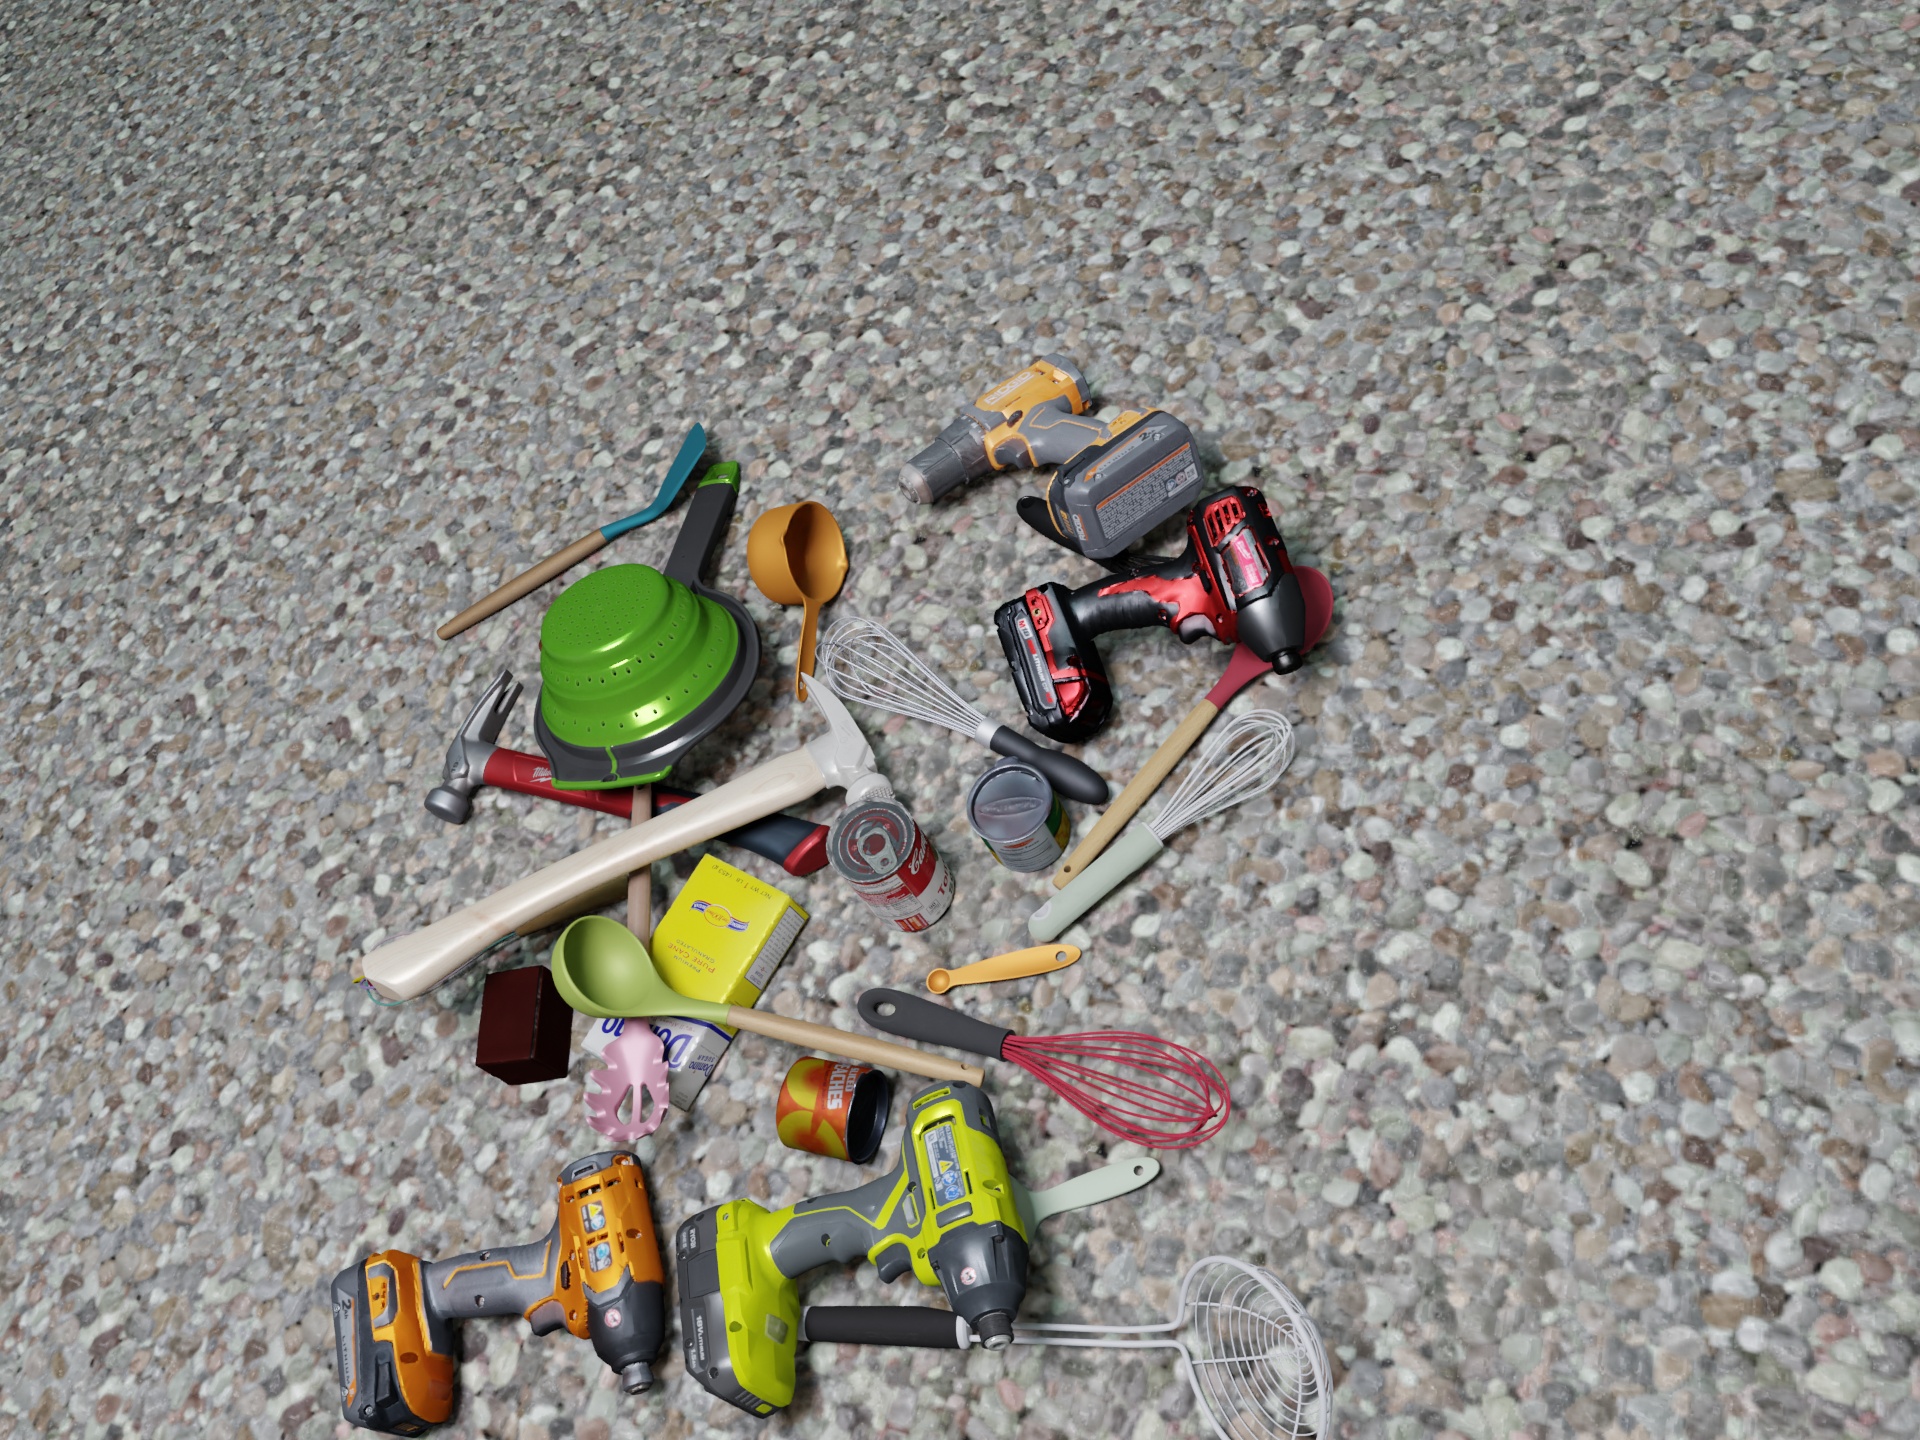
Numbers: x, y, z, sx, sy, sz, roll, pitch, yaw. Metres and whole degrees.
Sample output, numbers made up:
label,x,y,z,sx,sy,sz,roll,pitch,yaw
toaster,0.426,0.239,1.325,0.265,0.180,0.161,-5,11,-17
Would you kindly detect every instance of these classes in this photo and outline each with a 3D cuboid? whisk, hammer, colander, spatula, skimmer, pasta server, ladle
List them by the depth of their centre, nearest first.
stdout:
label,x,y,z,sx,sy,sz,roll,pitch,yaw
skimmer,0.050,0.394,0.990,0.363,0.090,0.127,-5,92,20
whisk,0.049,0.232,1.107,0.296,0.073,0.073,11,65,31
ladle,-0.137,0.205,1.120,0.320,0.062,0.078,12,32,10
whisk,0.147,0.080,1.168,0.246,0.059,0.058,-40,19,-1
pasta server,-0.245,0.171,1.204,0.060,0.040,0.317,-6,55,0
ladle,0.175,0.008,1.208,0.069,0.031,0.315,35,79,33
hammer,-0.262,0.096,1.229,0.410,0.038,0.146,-25,51,-11
whisk,-0.002,-0.003,1.264,0.285,0.070,0.070,29,74,25
whisk,0.130,-0.134,1.295,0.055,0.055,0.239,-47,53,-10
whisk,-0.384,0.176,1.301,0.245,0.047,0.051,-20,55,4
hammer,-0.269,0.052,1.335,0.386,0.038,0.143,11,64,25
colander,-0.261,-0.120,1.348,0.204,0.094,0.397,-6,45,18
spatula,-0.363,-0.170,1.493,0.317,0.044,0.082,-32,31,2

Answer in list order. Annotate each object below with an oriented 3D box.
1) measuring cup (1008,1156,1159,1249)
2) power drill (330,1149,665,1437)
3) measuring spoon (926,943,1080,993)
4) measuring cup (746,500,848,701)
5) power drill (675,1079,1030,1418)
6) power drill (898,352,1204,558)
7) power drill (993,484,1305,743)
label,x,y,z,sx,sy,sz,roll,pitch,yaw
measuring cup,0.051,0.319,1.062,0.167,0.038,0.083,-21,56,9
power drill,-0.315,0.418,1.114,0.226,0.084,0.164,-23,57,1
measuring spoon,0.032,0.183,1.169,0.117,0.011,0.021,-13,58,8
measuring cup,-0.147,-0.101,1.365,0.052,0.095,0.174,-1,80,32
power drill,-0.066,0.350,1.023,0.223,0.080,0.171,-27,44,11
power drill,0.067,-0.213,1.315,0.185,0.084,0.226,-35,41,-13
power drill,0.148,-0.069,1.191,0.219,0.078,0.143,-25,73,20
